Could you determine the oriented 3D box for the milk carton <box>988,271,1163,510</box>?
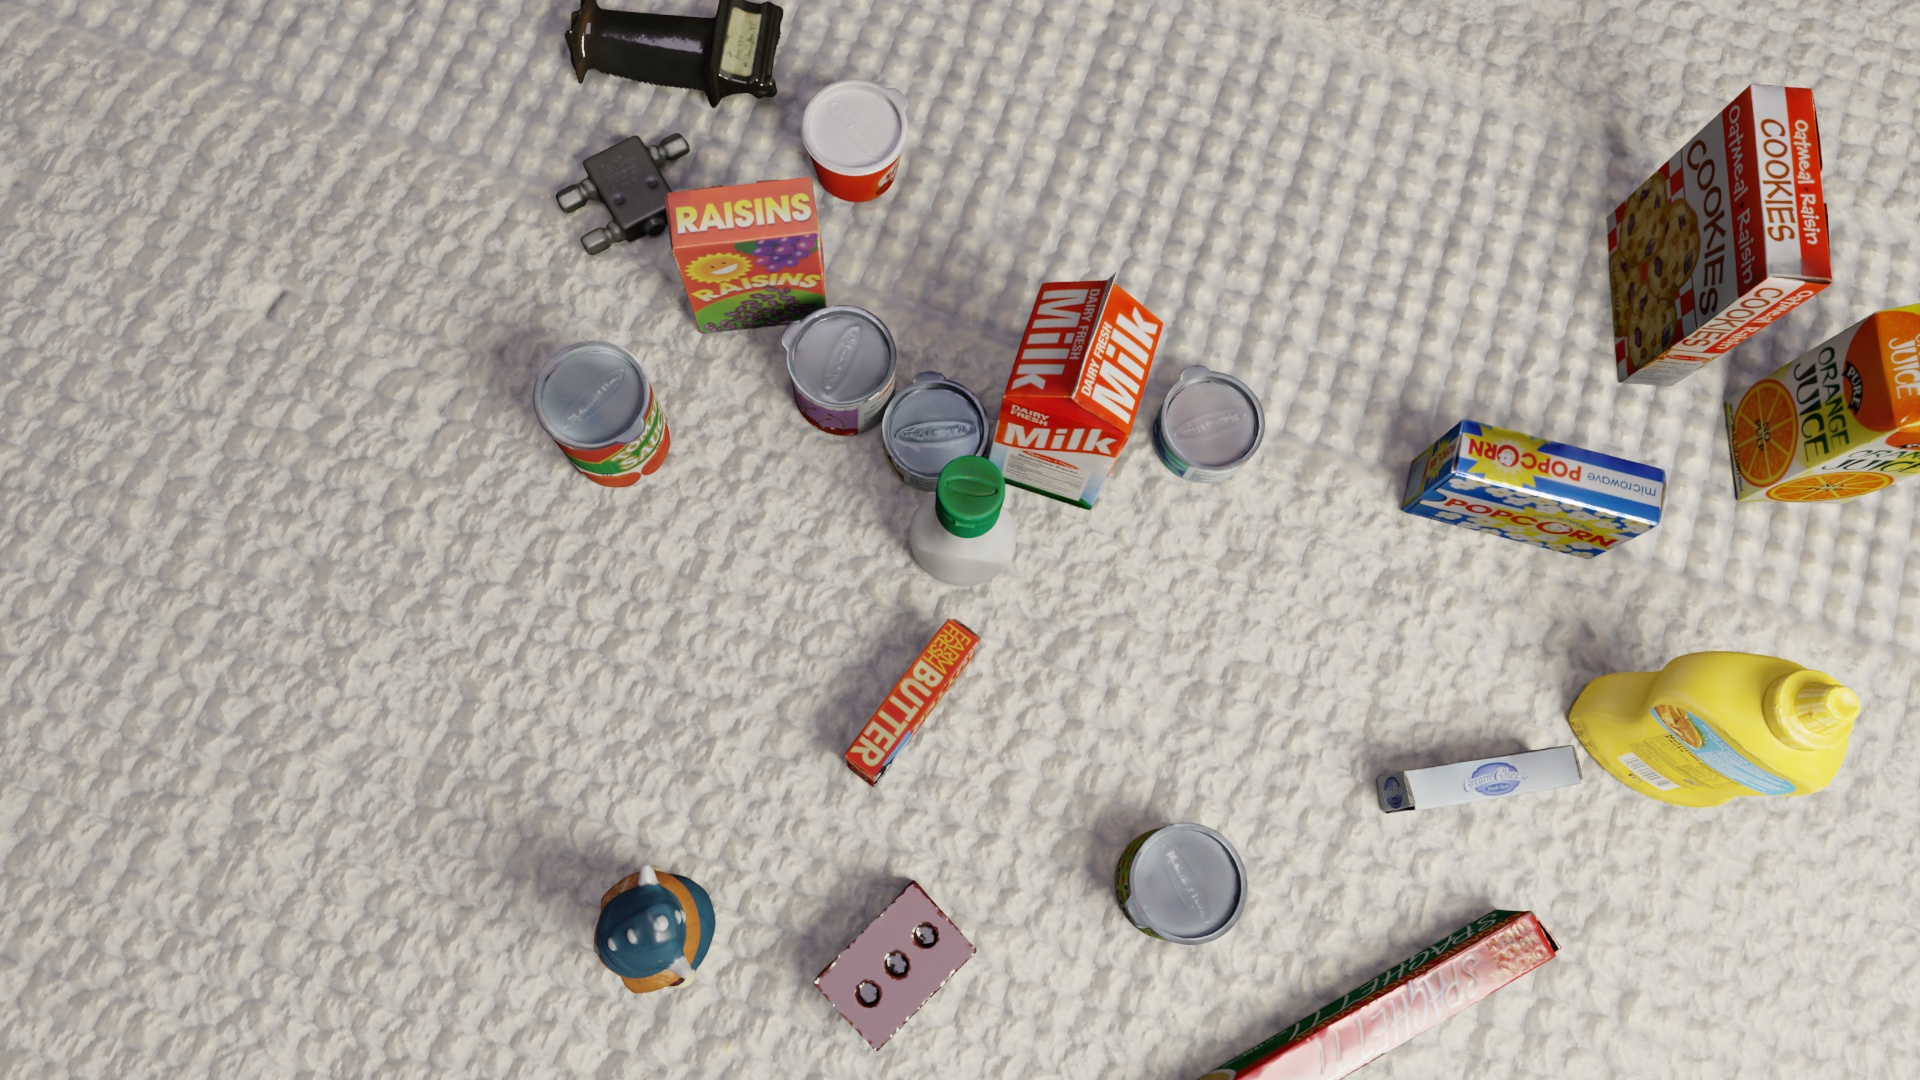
[{"bbox_3d":[0.064,-0.084,0.796,0.073,0.190,0.072,18,76,2],"label":"milk carton"}]

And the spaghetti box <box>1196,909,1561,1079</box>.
[{"bbox_3d":[0.219,0.277,0.782,0.250,0.050,0.029,-26,79,-9],"label":"spaghetti box"}]

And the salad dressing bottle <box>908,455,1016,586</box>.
[{"bbox_3d":[0.003,-0.010,0.795,0.064,0.147,0.044,10,76,0],"label":"salad dressing bottle"}]

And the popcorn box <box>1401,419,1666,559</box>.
[{"bbox_3d":[0.348,-0.030,0.850,0.127,0.085,0.038,14,76,1],"label":"popcorn box"}]

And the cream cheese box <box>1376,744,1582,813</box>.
[{"bbox_3d":[0.304,0.142,0.820,0.104,0.053,0.024,-8,77,-5],"label":"cream cheese box"}]

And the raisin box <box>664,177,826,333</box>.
[{"bbox_3d":[-0.126,-0.171,0.843,0.086,0.123,0.040,-7,77,-5],"label":"raisin box"}]

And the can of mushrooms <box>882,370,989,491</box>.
[{"bbox_3d":[-0.016,-0.067,0.868,0.071,0.033,0.071,1,76,-3],"label":"can of mushrooms"}]

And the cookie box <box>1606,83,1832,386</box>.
[{"bbox_3d":[0.460,-0.181,0.853,0.040,0.167,0.123,4,76,-2],"label":"cookie box"}]

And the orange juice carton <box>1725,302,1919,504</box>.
[{"bbox_3d":[0.543,-0.080,0.818,0.073,0.192,0.072,1,76,-2],"label":"orange juice carton"}]

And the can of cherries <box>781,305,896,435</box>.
[{"bbox_3d":[-0.075,-0.106,0.862,0.071,0.058,0.071,1,76,-3],"label":"can of cherries"}]

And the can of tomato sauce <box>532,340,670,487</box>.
[{"bbox_3d":[-0.211,-0.073,0.834,0.071,0.083,0.071,1,76,-3],"label":"can of tomato sauce"}]

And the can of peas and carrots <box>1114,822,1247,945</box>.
[{"bbox_3d":[0.123,0.197,0.793,0.071,0.058,0.071,1,76,-3],"label":"can of peas and carrots"}]

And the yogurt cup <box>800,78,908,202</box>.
[{"bbox_3d":[-0.068,-0.257,0.904,0.072,0.054,0.072,1,76,-3],"label":"yogurt cup"}]

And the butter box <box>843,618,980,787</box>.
[{"bbox_3d":[-0.028,0.095,0.815,0.024,0.053,0.104,36,77,6],"label":"butter box"}]

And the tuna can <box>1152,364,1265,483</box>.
[{"bbox_3d":[0.155,-0.073,0.879,0.071,0.032,0.071,1,76,-3],"label":"tuna can"}]
